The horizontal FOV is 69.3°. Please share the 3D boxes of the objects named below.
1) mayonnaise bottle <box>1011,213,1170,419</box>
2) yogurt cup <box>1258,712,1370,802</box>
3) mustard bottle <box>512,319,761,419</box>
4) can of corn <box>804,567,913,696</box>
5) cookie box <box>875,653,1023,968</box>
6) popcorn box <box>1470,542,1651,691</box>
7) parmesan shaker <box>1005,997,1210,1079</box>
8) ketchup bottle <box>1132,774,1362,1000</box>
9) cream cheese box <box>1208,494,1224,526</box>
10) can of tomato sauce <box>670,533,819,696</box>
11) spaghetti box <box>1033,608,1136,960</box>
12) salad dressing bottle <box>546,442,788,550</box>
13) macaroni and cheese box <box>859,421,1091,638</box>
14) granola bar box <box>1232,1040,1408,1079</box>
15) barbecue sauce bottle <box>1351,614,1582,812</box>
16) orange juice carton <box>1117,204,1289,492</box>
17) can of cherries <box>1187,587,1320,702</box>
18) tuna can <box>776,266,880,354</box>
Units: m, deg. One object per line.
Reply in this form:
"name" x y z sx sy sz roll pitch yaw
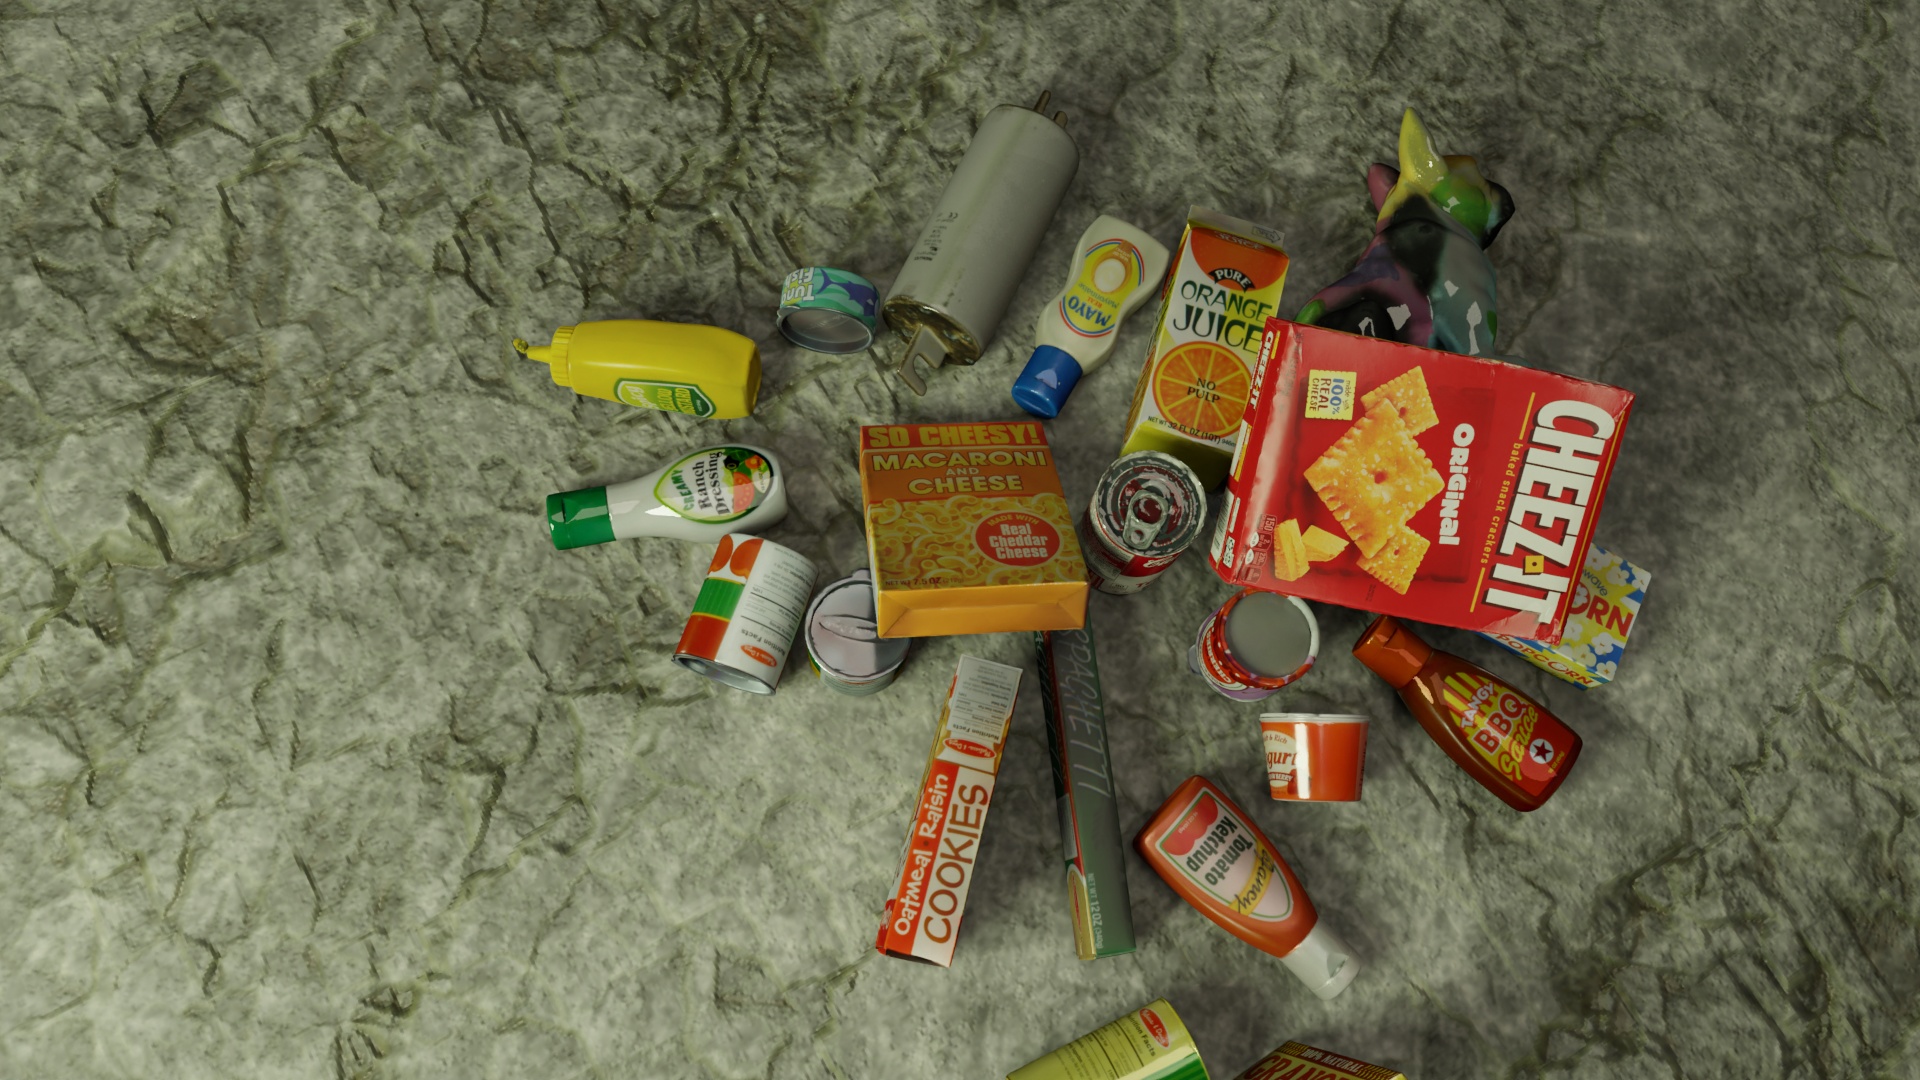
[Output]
"mayonnaise bottle" 0.086 -0.152 0.956 0.065 0.041 0.148 30 72 2
"yogurt cup" 0.223 0.136 0.873 0.072 0.072 0.054 2 81 -5
"mustard bottle" -0.212 -0.114 0.905 0.160 0.065 0.049 6 68 2
"can of corn" -0.063 0.058 0.868 0.071 0.058 0.071 2 73 -5
"cookie box" -0.009 0.161 0.809 0.040 0.122 0.168 16 73 0
"popcorn box" 0.386 0.033 0.933 0.127 0.038 0.085 28 72 3
"parmesan shaker" 0.085 0.317 0.804 0.103 0.071 0.071 -22 77 -11
"ketchup bottle" 0.179 0.216 0.854 0.149 0.043 0.065 43 74 7
"cream cheese box" 0.226 -0.018 0.939 0.104 0.024 0.053 -18 76 -11
"can of tomato sauce" -0.133 0.046 0.862 0.071 0.071 0.083 19 72 0
"spaghetti box" 0.073 0.130 0.865 0.029 0.050 0.250 -4 74 -9
"salad dressing bottle" -0.186 -0.024 0.887 0.148 0.043 0.064 -11 71 -9
"macaroni and cheese box" 0.003 -0.011 0.861 0.124 0.040 0.167 -2 39 -8
"granola bar box" 0.169 0.330 0.754 0.124 0.165 0.039 -29 81 -13
"barbecue sauce bottle" 0.324 0.107 0.902 0.148 0.043 0.065 39 74 7
"orange juice carton" 0.169 -0.139 0.944 0.072 0.072 0.193 17 72 -1
"can of cherries" 0.188 0.067 0.891 0.071 0.058 0.071 2 73 -6
"tuna can" -0.089 -0.153 0.924 0.071 0.071 0.033 8 71 -4
